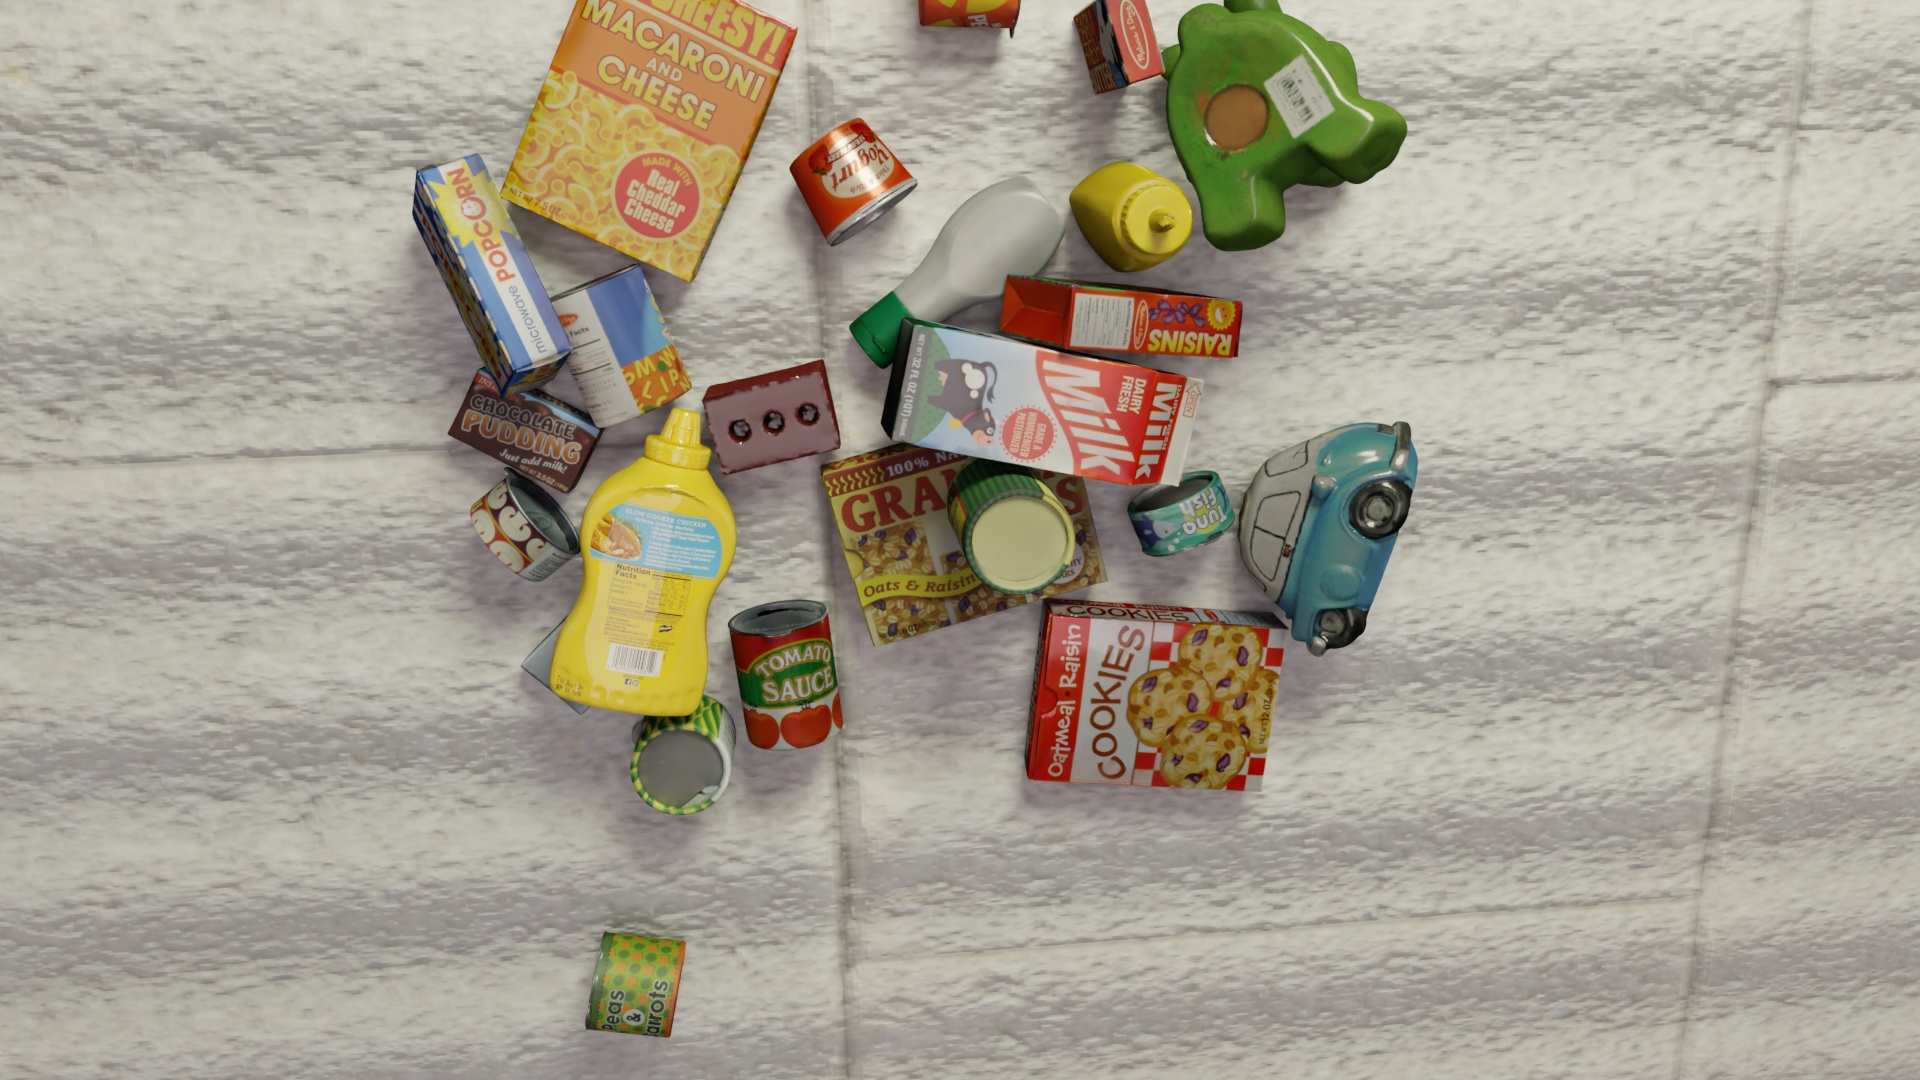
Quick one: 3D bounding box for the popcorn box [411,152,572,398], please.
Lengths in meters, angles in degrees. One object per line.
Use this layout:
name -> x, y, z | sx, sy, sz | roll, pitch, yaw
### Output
popcorn box -> -0.278, -0.153, 0.820 | 0.038, 0.085, 0.126 | -27, 95, -23

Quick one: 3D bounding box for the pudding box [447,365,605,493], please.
pudding box -> -0.275, -0.071, 0.884 | 0.084, 0.030, 0.049 | 28, 99, -12

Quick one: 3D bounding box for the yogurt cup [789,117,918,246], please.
yogurt cup -> -0.068, -0.221, 0.851 | 0.072, 0.072, 0.054 | -35, 97, 4

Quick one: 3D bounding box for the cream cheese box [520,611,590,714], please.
cream cheese box -> -0.236, 0.062, 0.924 | 0.103, 0.024, 0.053 | -45, 104, 6

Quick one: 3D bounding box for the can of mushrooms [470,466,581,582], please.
can of mushrooms -> -0.277, -0.010, 0.881 | 0.033, 0.071, 0.071 | -38, 105, 6

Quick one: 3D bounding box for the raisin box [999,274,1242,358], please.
raisin box -> 0.099, -0.138, 0.859 | 0.123, 0.086, 0.040 | -1, 104, -27

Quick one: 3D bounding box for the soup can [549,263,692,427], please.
soup can -> -0.211, -0.122, 0.861 | 0.071, 0.071, 0.083 | -22, 107, 0

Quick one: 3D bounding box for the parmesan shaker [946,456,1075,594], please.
parmesan shaker -> 0.028, -0.014, 0.850 | 0.071, 0.103, 0.071 | -1, 104, -6

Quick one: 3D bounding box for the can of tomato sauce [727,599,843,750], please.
can of tomato sauce -> -0.114, 0.089, 0.921 | 0.071, 0.071, 0.082 | -8, 106, -4

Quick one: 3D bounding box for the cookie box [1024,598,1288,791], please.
cookie box -> 0.134, 0.108, 0.967 | 0.168, 0.040, 0.122 | 4, 104, -7

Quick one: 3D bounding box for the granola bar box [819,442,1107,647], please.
granola bar box -> 0.003, -0.012, 0.923 | 0.166, 0.039, 0.124 | -16, 105, -2

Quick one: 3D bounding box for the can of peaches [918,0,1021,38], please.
can of peaches -> 0.005, -0.337, 0.827 | 0.058, 0.071, 0.071 | 0, 105, -6

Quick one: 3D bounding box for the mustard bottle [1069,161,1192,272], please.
mustard bottle -> 0.106, -0.191, 0.826 | 0.049, 0.160, 0.065 | -35, 107, 2

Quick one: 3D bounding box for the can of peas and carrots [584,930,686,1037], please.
can of peas and carrots -> -0.225, 0.310, 0.965 | 0.059, 0.071, 0.070 | 10, 103, -9

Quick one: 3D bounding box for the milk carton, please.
milk carton -> 0.053, -0.083, 0.853 | 0.191, 0.073, 0.072 | 11, 101, -11

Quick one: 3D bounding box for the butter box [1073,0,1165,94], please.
butter box -> 0.093, -0.297, 0.827 | 0.024, 0.104, 0.053 | -19, 105, -1

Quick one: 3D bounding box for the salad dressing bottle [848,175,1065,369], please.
salad dressing bottle -> -0.004, -0.168, 0.881 | 0.147, 0.044, 0.064 | -38, 111, 6

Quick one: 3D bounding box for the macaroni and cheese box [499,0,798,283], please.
macaroni and cheese box -> -0.187, -0.258, 0.840 | 0.124, 0.040, 0.166 | 23, 101, -12

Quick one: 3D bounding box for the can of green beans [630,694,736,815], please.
can of green beans -> -0.186, 0.143, 0.933 | 0.071, 0.058, 0.071 | -1, 105, -5

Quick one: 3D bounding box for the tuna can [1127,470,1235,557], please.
tuna can -> 0.147, -0.018, 0.920 | 0.071, 0.071, 0.032 | -24, 105, 1
